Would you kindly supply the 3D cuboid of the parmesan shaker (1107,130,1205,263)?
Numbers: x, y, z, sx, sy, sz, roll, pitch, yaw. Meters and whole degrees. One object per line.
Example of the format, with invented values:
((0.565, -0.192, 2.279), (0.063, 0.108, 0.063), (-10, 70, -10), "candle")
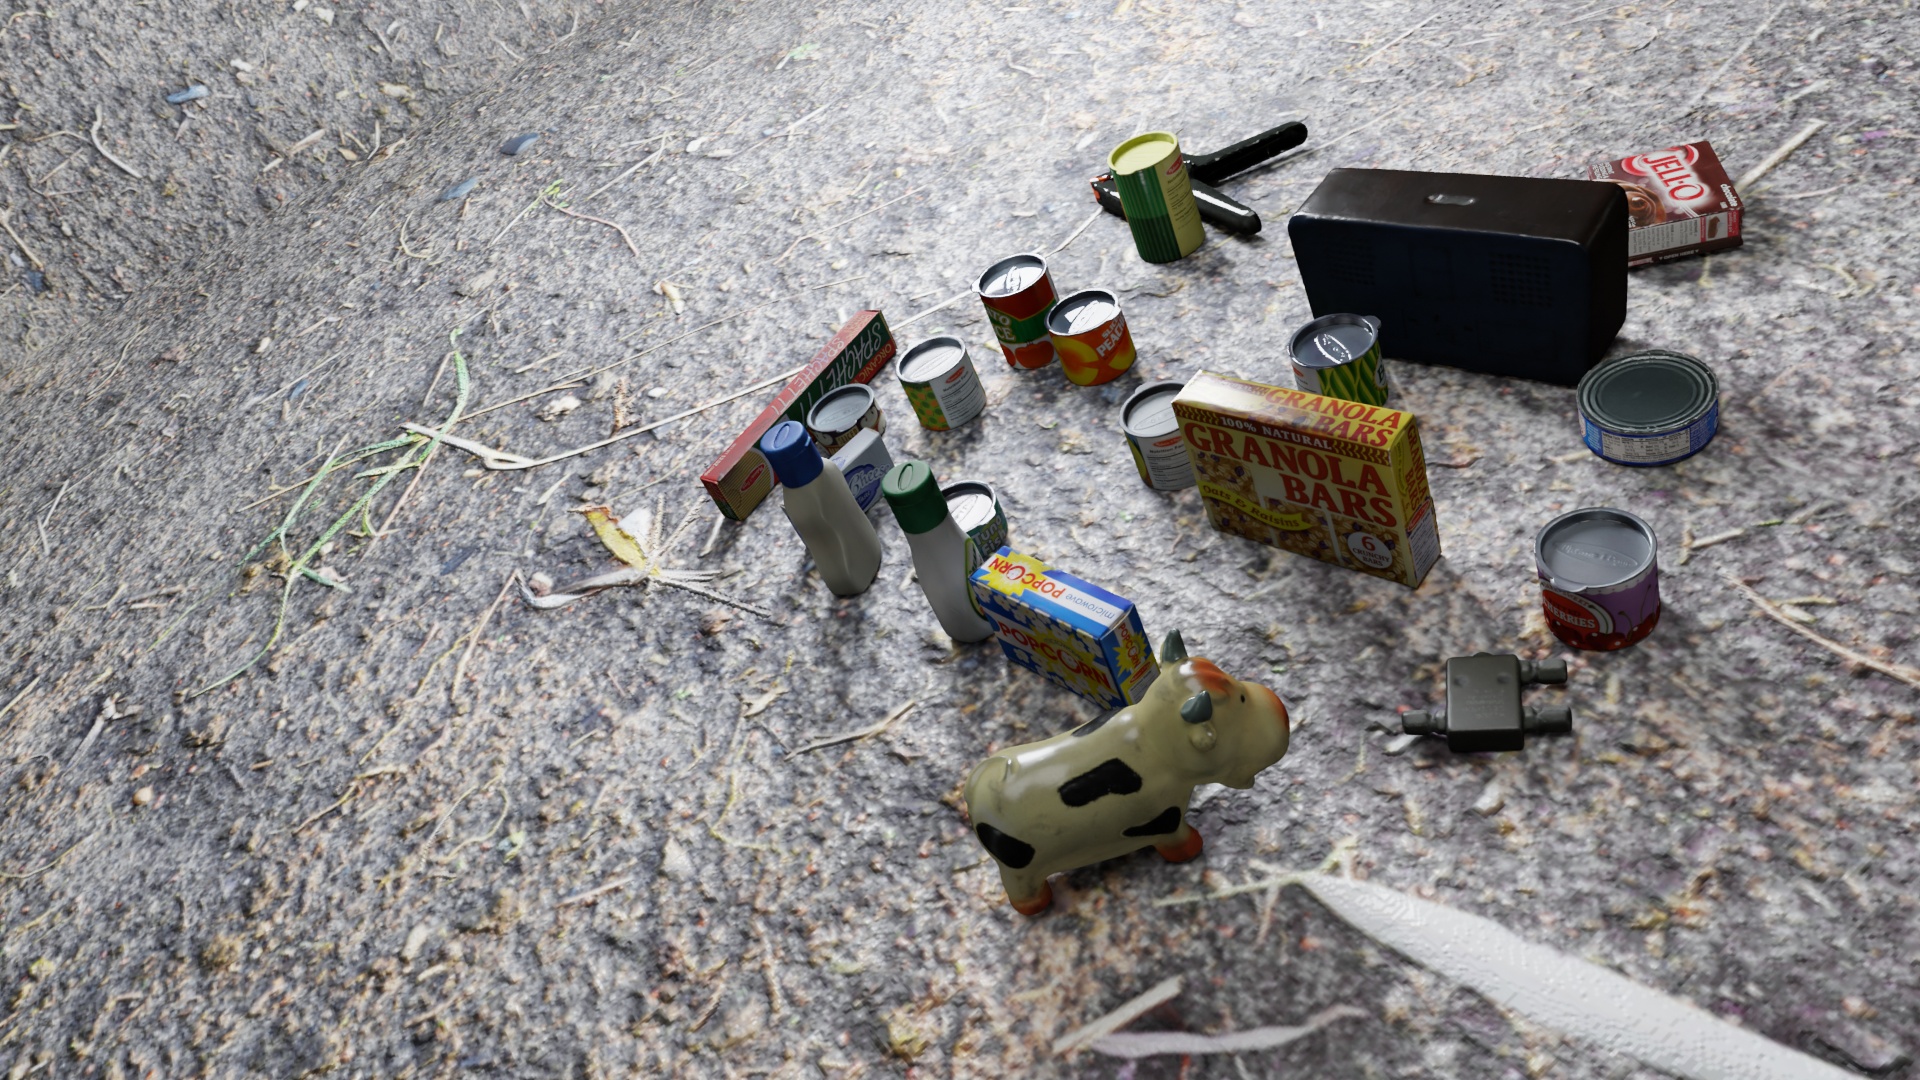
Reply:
((0.181, -0.315, 1.287), (0.071, 0.102, 0.072), (-15, 39, 13), "parmesan shaker")

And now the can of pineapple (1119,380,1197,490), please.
((0.161, -0.082, 1.067), (0.071, 0.057, 0.071), (-15, 40, 13), "can of pineapple")

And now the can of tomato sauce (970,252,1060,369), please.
((0.056, -0.204, 1.245), (0.071, 0.082, 0.071), (-15, 39, 13), "can of tomato sauce")

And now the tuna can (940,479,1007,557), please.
((0.004, -0.014, 1.097), (0.071, 0.032, 0.071), (-15, 40, 13), "tuna can")

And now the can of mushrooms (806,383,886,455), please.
((-0.103, -0.108, 1.263), (0.071, 0.033, 0.071), (-15, 40, 13), "can of mushrooms")

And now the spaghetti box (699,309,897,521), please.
((-0.145, -0.121, 1.287), (0.029, 0.050, 0.251), (12, 52, 38), "spaghetti box")

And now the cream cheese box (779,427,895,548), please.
((-0.099, -0.042, 1.170), (0.104, 0.053, 0.024), (-44, 41, -21), "cream cheese box")

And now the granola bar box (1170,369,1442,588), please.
((0.232, -0.044, 0.932), (0.165, 0.123, 0.039), (19, 57, 42), "granola bar box")

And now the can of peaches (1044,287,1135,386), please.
((0.115, -0.175, 1.200), (0.071, 0.057, 0.071), (-15, 40, 13), "can of peaches")

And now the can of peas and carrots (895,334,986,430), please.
((-0.018, -0.141, 1.233), (0.071, 0.058, 0.071), (-15, 40, 13), "can of peas and carrots")

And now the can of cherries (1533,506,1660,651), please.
((0.377, 0.025, 0.826), (0.071, 0.058, 0.072), (-15, 40, 13), "can of cherries")

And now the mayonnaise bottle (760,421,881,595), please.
((-0.108, -0.027, 1.081), (0.041, 0.147, 0.065), (-7, 42, 23), "mayonnaise bottle")

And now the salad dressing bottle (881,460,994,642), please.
((-0.013, 0.009, 0.988), (0.044, 0.147, 0.064), (-10, 41, 20), "salad dressing bottle")

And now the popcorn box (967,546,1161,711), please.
((0.072, 0.062, 0.932), (0.038, 0.085, 0.127), (-44, 42, -21), "popcorn box")

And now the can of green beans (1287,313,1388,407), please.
((0.287, -0.129, 1.052), (0.071, 0.057, 0.071), (-15, 40, 13), "can of green beans")
